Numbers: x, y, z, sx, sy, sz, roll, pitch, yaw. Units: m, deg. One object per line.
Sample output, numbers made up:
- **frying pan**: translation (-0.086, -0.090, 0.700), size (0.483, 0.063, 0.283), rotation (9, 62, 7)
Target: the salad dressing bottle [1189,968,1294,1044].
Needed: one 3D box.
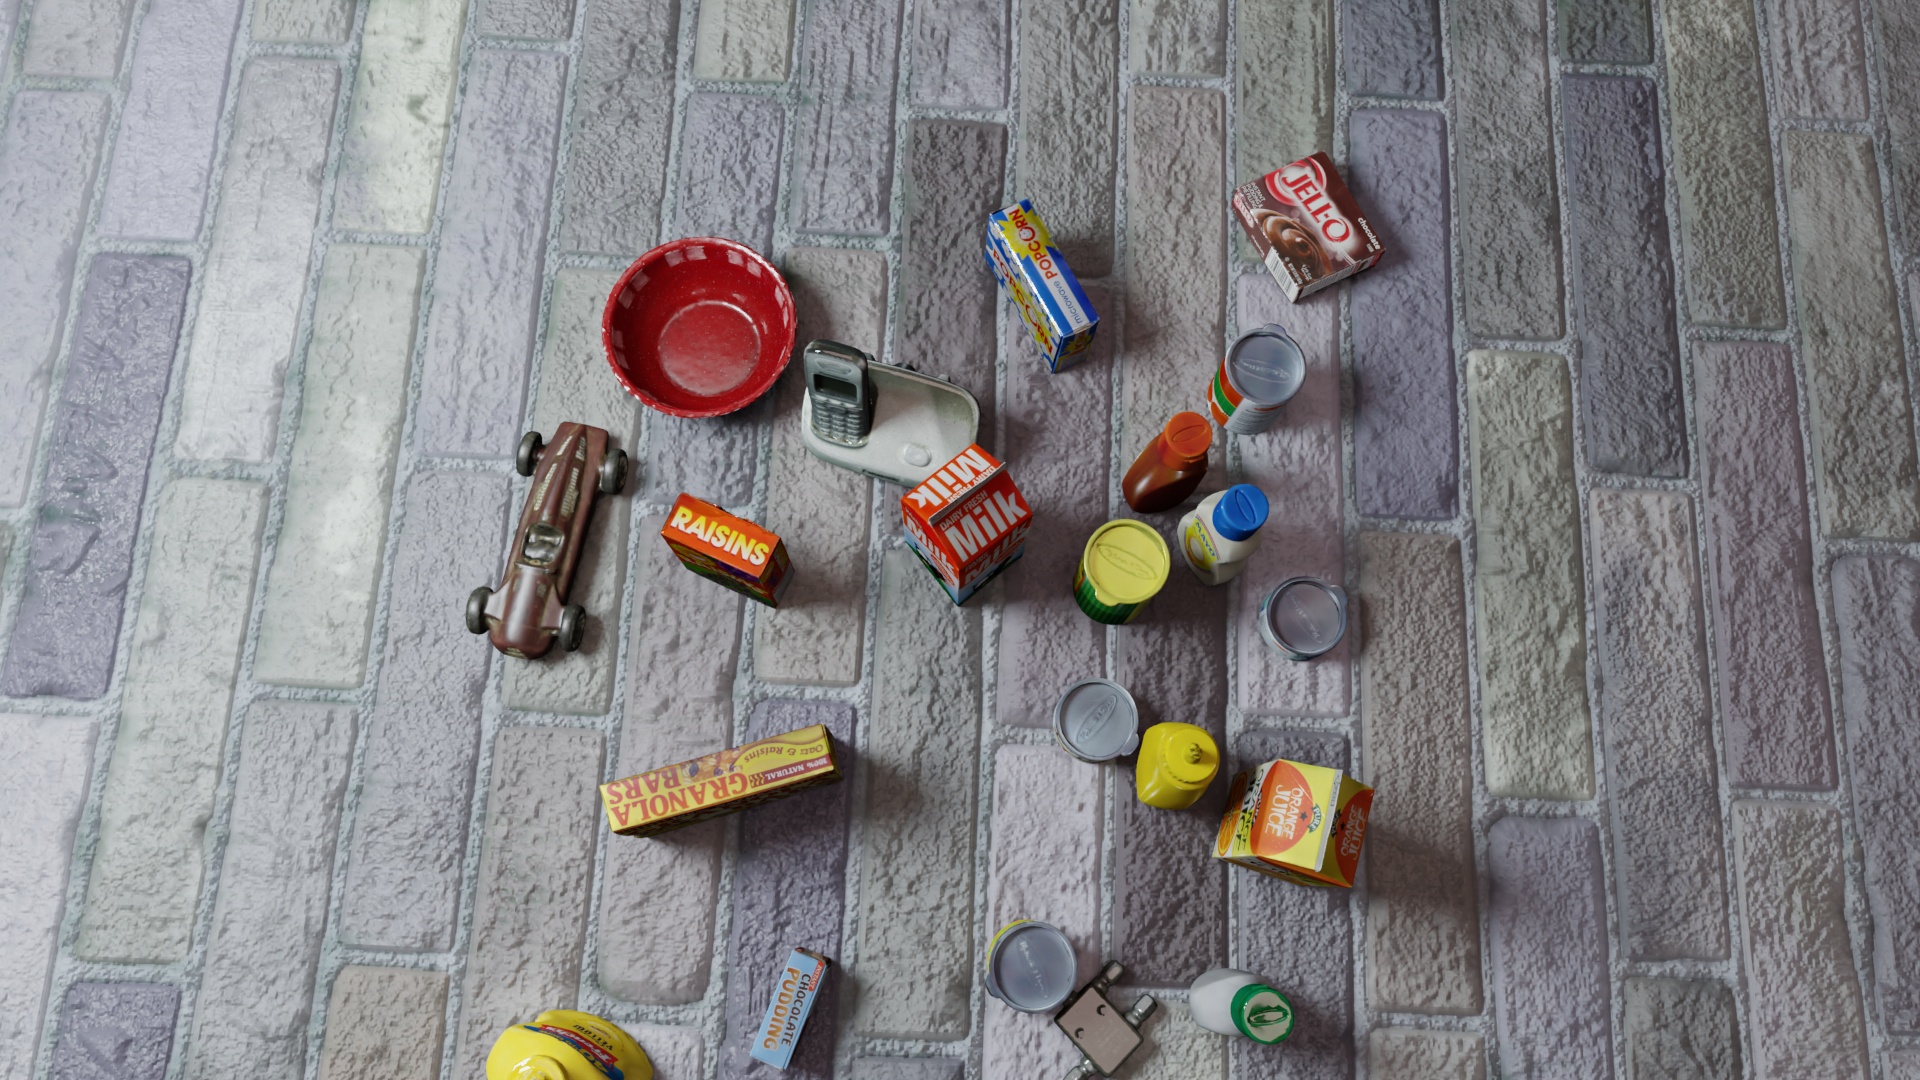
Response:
- **salad dressing bottle**: translation (0.206, 0.338, 1.009), size (0.064, 0.147, 0.044), rotation (-8, 77, -3)

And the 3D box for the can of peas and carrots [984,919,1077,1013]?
- **can of peas and carrots**: translation (0.051, 0.324, 1.055), size (0.071, 0.058, 0.071), rotation (0, 76, -1)

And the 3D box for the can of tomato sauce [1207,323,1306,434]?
- **can of tomato sauce**: translation (0.246, -0.134, 1.162), size (0.071, 0.083, 0.071), rotation (0, 76, -1)

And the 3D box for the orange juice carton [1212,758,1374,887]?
- **orange juice carton**: translation (0.246, 0.209, 1.020), size (0.073, 0.192, 0.072), rotation (17, 77, 3)

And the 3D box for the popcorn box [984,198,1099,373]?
- **popcorn box**: translation (0.067, -0.214, 1.177), size (0.038, 0.085, 0.127), rotation (-27, 78, -7)

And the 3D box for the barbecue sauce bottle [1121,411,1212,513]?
- **barbecue sauce bottle**: translation (0.169, -0.062, 1.109), size (0.065, 0.148, 0.044), rotation (-20, 78, -6)

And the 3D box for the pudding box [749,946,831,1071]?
- **pudding box**: translation (-0.127, 0.352, 1.047), size (0.030, 0.049, 0.084), rotation (21, 77, 4)

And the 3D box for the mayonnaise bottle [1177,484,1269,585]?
- **mayonnaise bottle**: translation (0.208, -0.008, 1.096), size (0.041, 0.147, 0.065), rotation (-24, 78, -7)

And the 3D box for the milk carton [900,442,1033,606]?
- **milk carton**: translation (0.004, -0.013, 1.070), size (0.072, 0.190, 0.073), rotation (-38, 80, -9)

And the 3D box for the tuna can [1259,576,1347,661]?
- **tuna can**: translation (0.282, 0.063, 1.140), size (0.071, 0.032, 0.071), rotation (0, 76, -1)

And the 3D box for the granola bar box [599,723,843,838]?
- **granola bar box**: translation (-0.174, 0.184, 1.050), size (0.166, 0.124, 0.039), rotation (-15, 77, -5)

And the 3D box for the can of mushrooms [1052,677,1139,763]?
- **can of mushrooms**: translation (0.110, 0.147, 1.114), size (0.071, 0.033, 0.071), rotation (0, 76, -1)

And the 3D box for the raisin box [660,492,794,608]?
- **raisin box**: translation (-0.180, 0.009, 1.094), size (0.086, 0.123, 0.040), rotation (25, 77, 5)

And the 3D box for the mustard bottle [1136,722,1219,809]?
- **mustard bottle**: translation (0.165, 0.167, 1.045), size (0.049, 0.160, 0.065), rotation (8, 76, 1)

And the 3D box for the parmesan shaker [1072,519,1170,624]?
- **parmesan shaker**: translation (0.125, 0.029, 1.108), size (0.071, 0.103, 0.071), rotation (0, 76, -1)
